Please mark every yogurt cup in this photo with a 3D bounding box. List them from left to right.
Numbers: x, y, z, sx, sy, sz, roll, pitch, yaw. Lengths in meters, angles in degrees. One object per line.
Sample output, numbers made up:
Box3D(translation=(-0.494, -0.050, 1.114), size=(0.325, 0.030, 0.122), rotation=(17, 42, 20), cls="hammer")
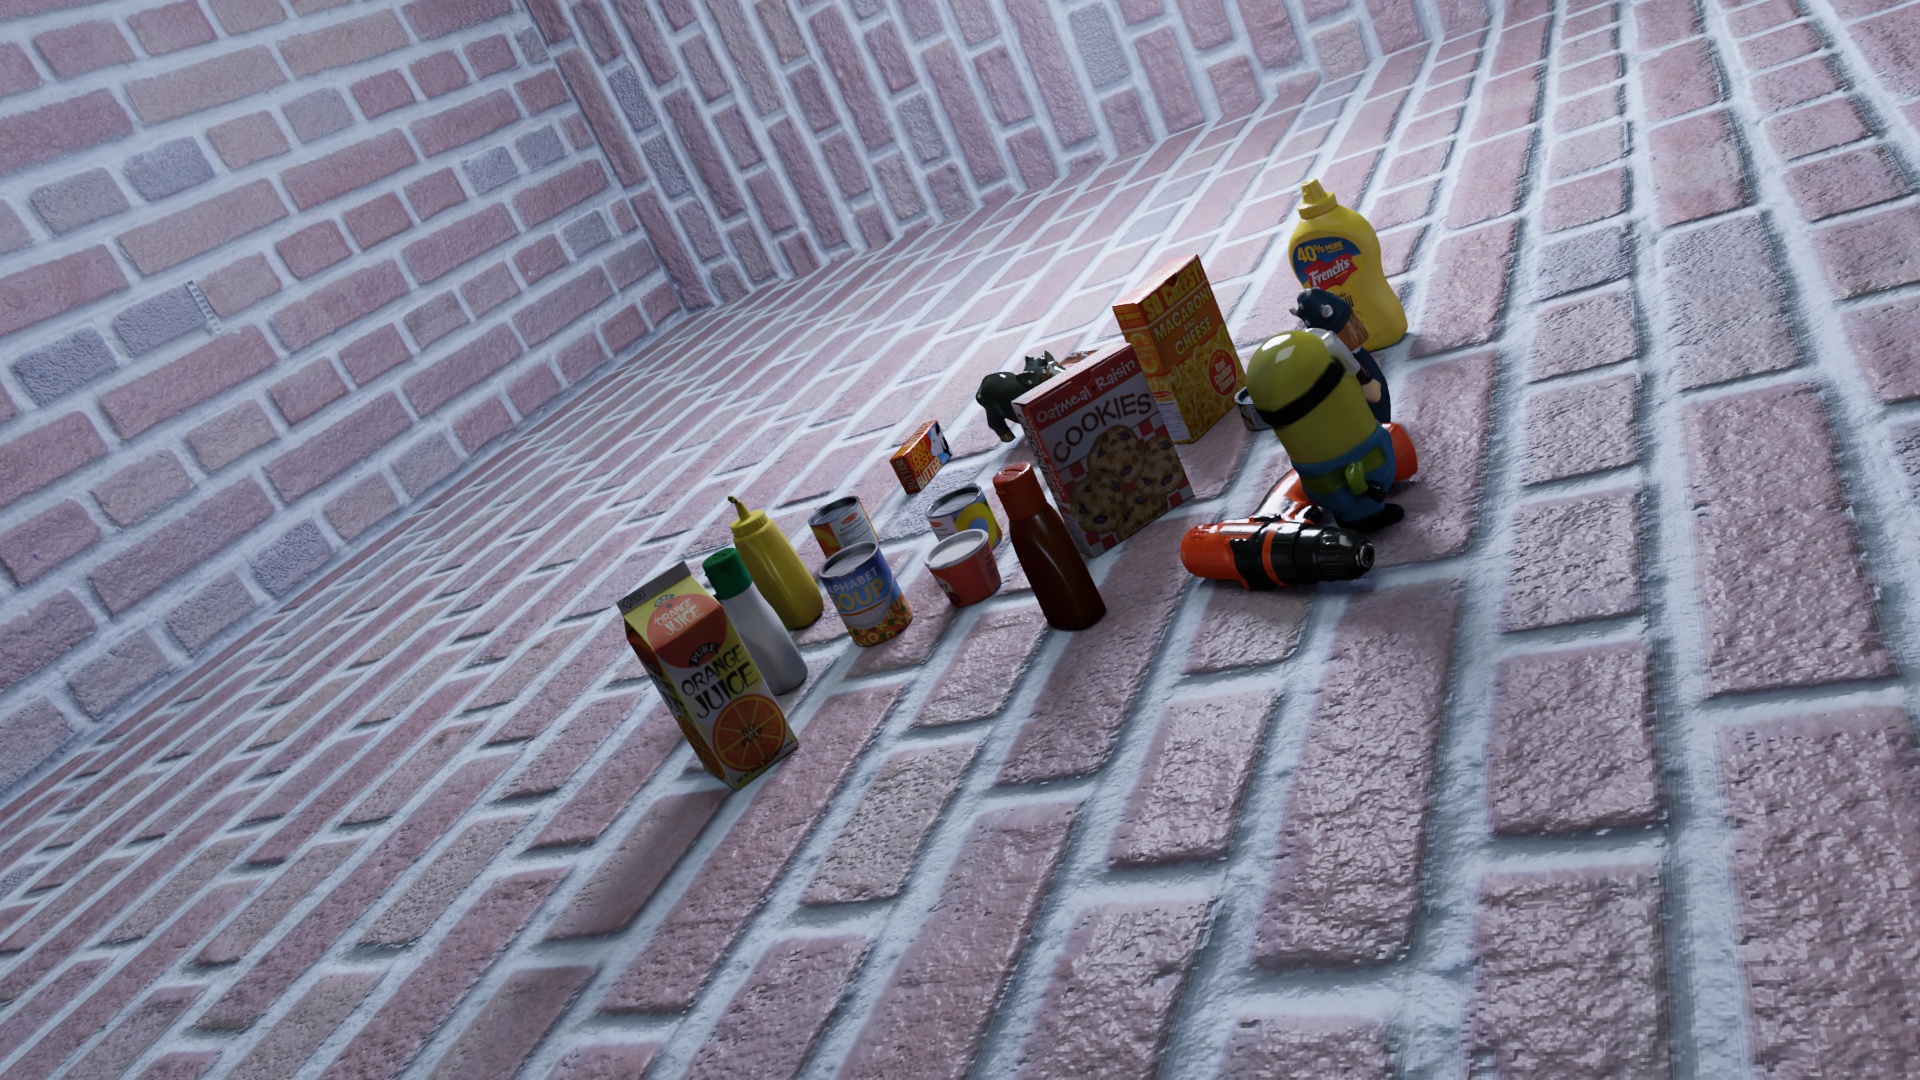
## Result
Box3D(translation=(0.005, 0.028, 1.354), size=(0.072, 0.053, 0.073), rotation=(-22, 20, 9), cls="yogurt cup")

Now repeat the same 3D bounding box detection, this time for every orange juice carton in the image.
Box3D(translation=(-0.224, 0.115, 1.211), size=(0.072, 0.192, 0.073), rotation=(-35, 22, -24), cls="orange juice carton")

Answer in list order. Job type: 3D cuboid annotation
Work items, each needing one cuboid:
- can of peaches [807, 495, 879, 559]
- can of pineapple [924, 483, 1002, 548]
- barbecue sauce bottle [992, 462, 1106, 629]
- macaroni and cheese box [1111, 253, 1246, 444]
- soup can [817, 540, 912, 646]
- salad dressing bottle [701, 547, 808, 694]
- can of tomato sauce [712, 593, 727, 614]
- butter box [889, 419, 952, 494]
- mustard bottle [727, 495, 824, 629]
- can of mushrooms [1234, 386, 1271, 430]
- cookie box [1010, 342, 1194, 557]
Box3D(translation=(-0.136, -0.011, 1.608), size=(0.071, 0.058, 0.071), rotation=(-22, 20, 9), cls="can of peaches")
Box3D(translation=(0.005, -0.018, 1.461), size=(0.071, 0.057, 0.071), rotation=(-22, 20, 9), cls="can of pineapple")
Box3D(translation=(0.072, 0.005, 1.195), size=(0.044, 0.148, 0.065), rotation=(-36, 22, -26), cls="barbecue sauce bottle")
Box3D(translation=(0.239, -0.205, 1.487), size=(0.040, 0.166, 0.124), rotation=(-3, 30, 47), cls="macaroni and cheese box")
Box3D(translation=(-0.093, 0.054, 1.363), size=(0.071, 0.083, 0.071), rotation=(-22, 20, 9), cls="soup can")
Box3D(translation=(-0.199, 0.077, 1.338), size=(0.044, 0.147, 0.064), rotation=(-36, 22, -27), cls="salad dressing bottle")
Box3D(translation=(-0.223, 0.096, 1.413), size=(0.071, 0.083, 0.071), rotation=(-22, 20, 9), cls="can of tomato sauce")
Box3D(translation=(-0.048, -0.105, 1.743), size=(0.024, 0.053, 0.104), rotation=(-12, 24, 33), cls="butter box")
Box3D(translation=(-0.202, 0.018, 1.467), size=(0.065, 0.159, 0.049), rotation=(-4, 29, 45), cls="mustard bottle")
Box3D(translation=(0.320, -0.144, 1.435), size=(0.071, 0.033, 0.071), rotation=(-22, 20, 9), cls="can of mushrooms")
Box3D(translation=(0.137, -0.087, 1.317), size=(0.123, 0.167, 0.040), rotation=(-31, 21, -15), cls="cookie box")
